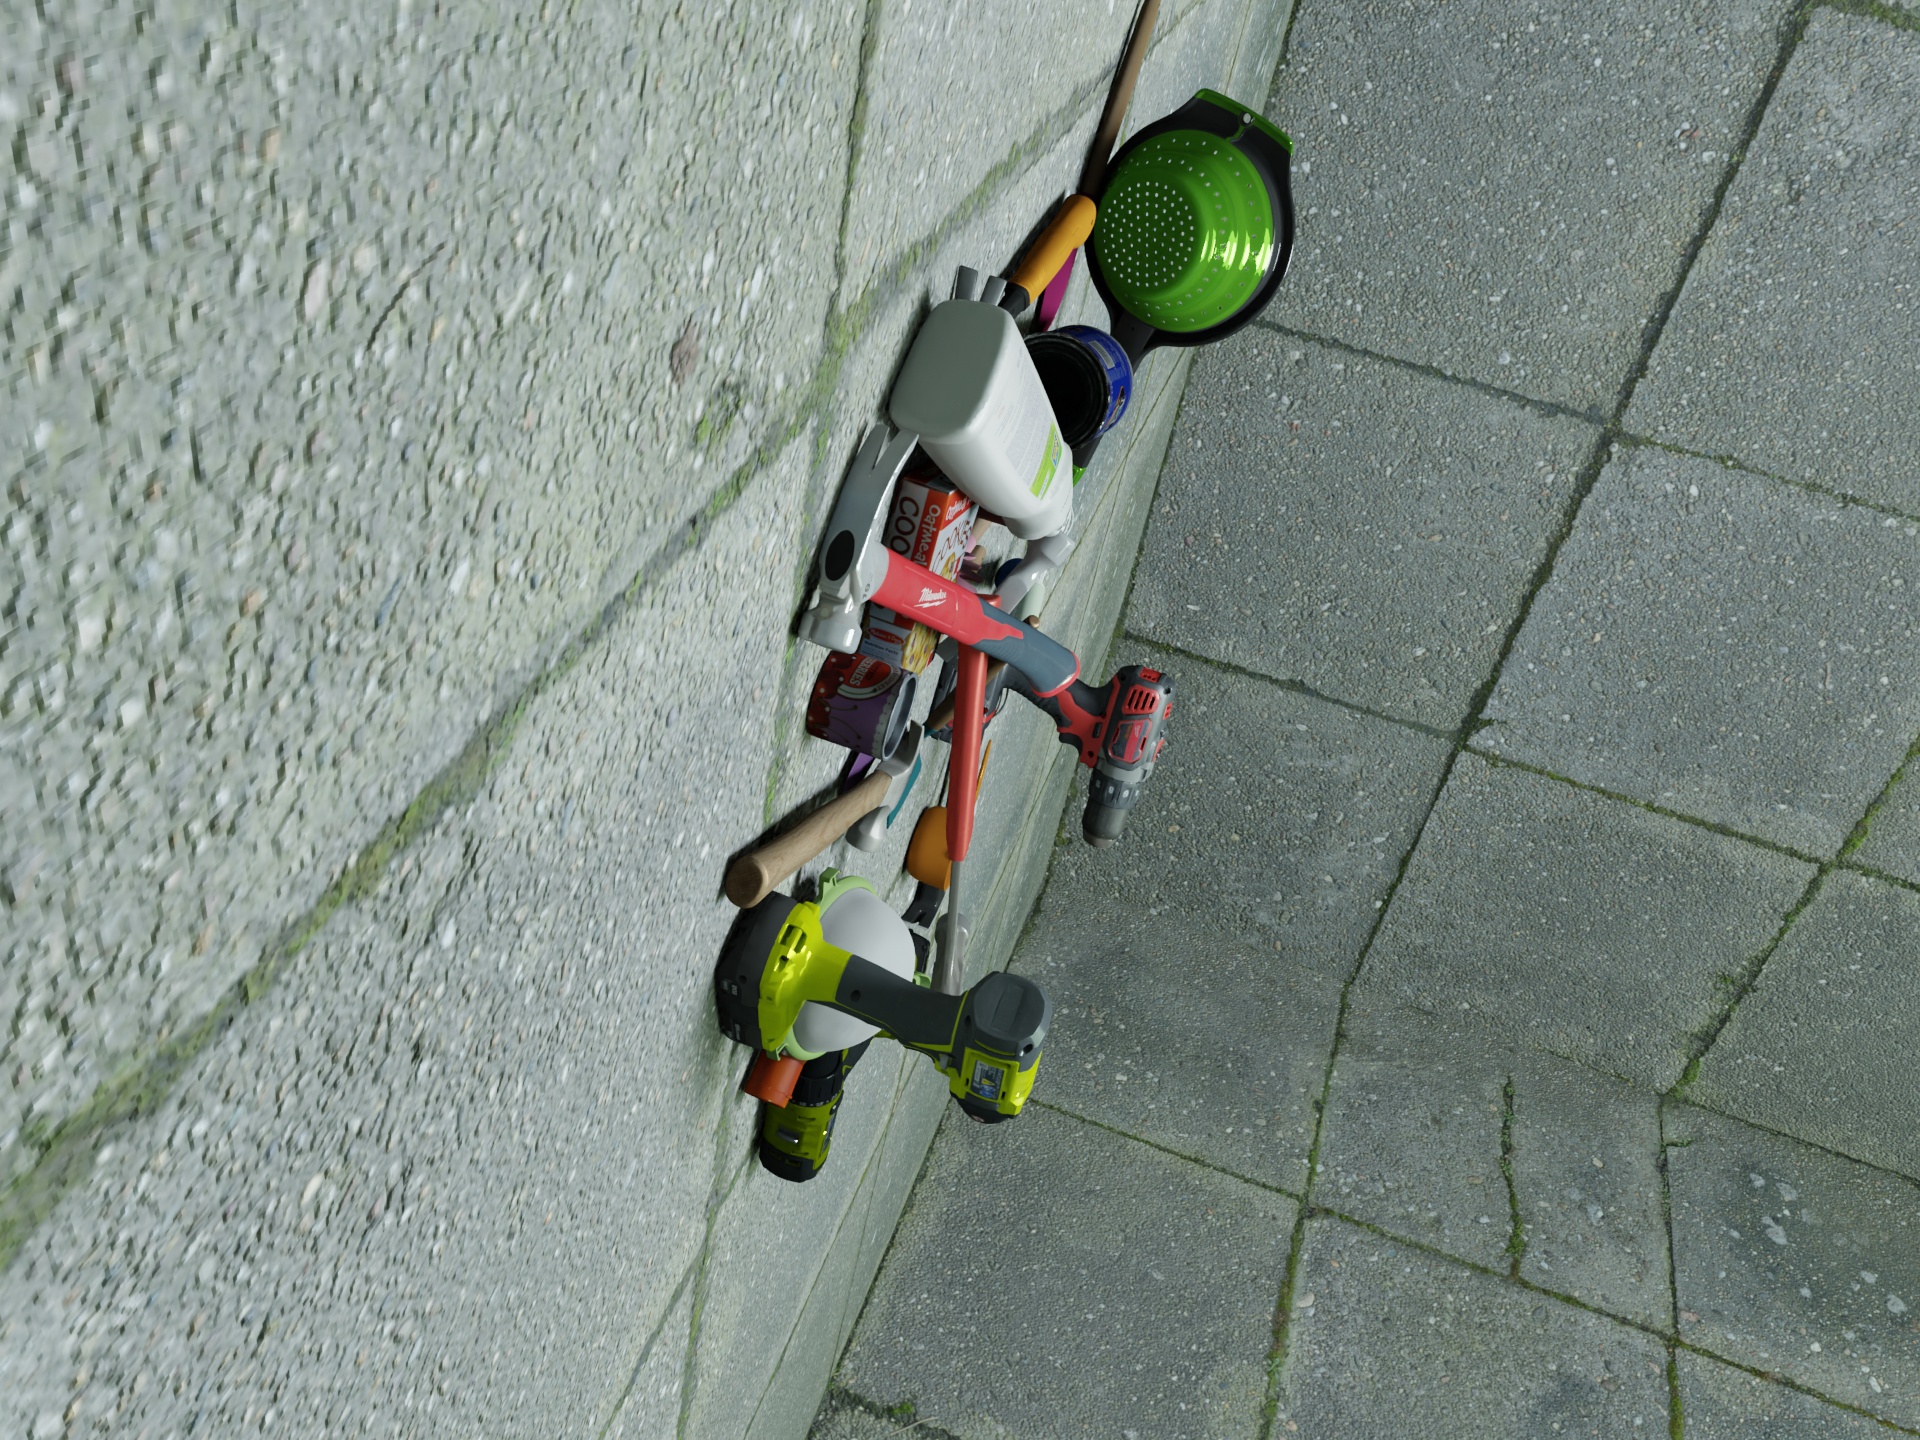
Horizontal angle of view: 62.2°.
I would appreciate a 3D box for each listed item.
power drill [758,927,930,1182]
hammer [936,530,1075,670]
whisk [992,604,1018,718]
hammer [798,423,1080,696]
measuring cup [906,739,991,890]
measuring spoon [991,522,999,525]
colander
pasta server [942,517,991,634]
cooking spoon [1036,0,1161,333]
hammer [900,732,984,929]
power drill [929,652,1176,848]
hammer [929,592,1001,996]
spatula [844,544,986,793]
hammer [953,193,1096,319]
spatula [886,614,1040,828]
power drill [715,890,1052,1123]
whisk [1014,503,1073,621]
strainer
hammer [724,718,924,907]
[{"bbox_3d":[-0.107,0.284,1.453,0.229,0.080,0.190,-57,165,-50],"label":"power drill"},{"bbox_3d":[0.043,-0.122,1.479,0.144,0.035,0.405,-49,-177,7],"label":"hammer"},{"bbox_3d":[0.043,-0.089,1.731,0.055,0.055,0.239,99,8,-51],"label":"whisk"},{"bbox_3d":[0.010,-0.088,1.141,0.386,0.038,0.143,19,89,-64],"label":"hammer"},{"bbox_3d":[-0.013,0.098,1.747,0.095,0.052,0.173,27,80,-82],"label":"measuring cup"},{"bbox_3d":[0.039,-0.203,1.557,0.124,0.018,0.034,-22,130,-71],"label":"measuring spoon"},{"bbox_3d":[0.154,-0.372,1.458,0.094,0.205,0.397,-27,150,-53],"label":"colander"},{"bbox_3d":[0.020,-0.165,1.413,0.060,0.040,0.316,-47,-172,32],"label":"pasta server"},{"bbox_3d":[0.121,-0.492,1.414,0.069,0.017,0.319,-24,133,-80],"label":"cooking spoon"},{"bbox_3d":[-0.007,0.091,1.827,0.146,0.035,0.334,-60,166,-58],"label":"hammer"},{"bbox_3d":[0.086,0.013,1.580,0.080,0.227,0.188,-47,154,-70],"label":"power drill"},{"bbox_3d":[0.000,0.069,1.304,0.149,0.036,0.358,-81,176,-66],"label":"hammer"},{"bbox_3d":[-0.038,-0.047,1.364,0.059,0.018,0.316,103,11,-50],"label":"spatula"},{"bbox_3d":[0.052,-0.345,1.232,0.337,0.034,0.127,-62,169,-49],"label":"hammer"},{"bbox_3d":[-0.002,-0.004,1.406,0.317,0.044,0.082,-45,-168,51],"label":"spatula"},{"bbox_3d":[-0.053,0.211,1.119,0.171,0.223,0.080,97,14,-54],"label":"power drill"},{"bbox_3d":[0.081,-0.150,1.704,0.059,0.058,0.246,30,64,-37],"label":"whisk"},{"bbox_3d":[-0.059,0.215,1.302,0.256,0.069,0.151,32,74,-64],"label":"strainer"},{"bbox_3d":[-0.094,0.072,1.163,0.130,0.031,0.331,-66,171,15],"label":"hammer"}]
